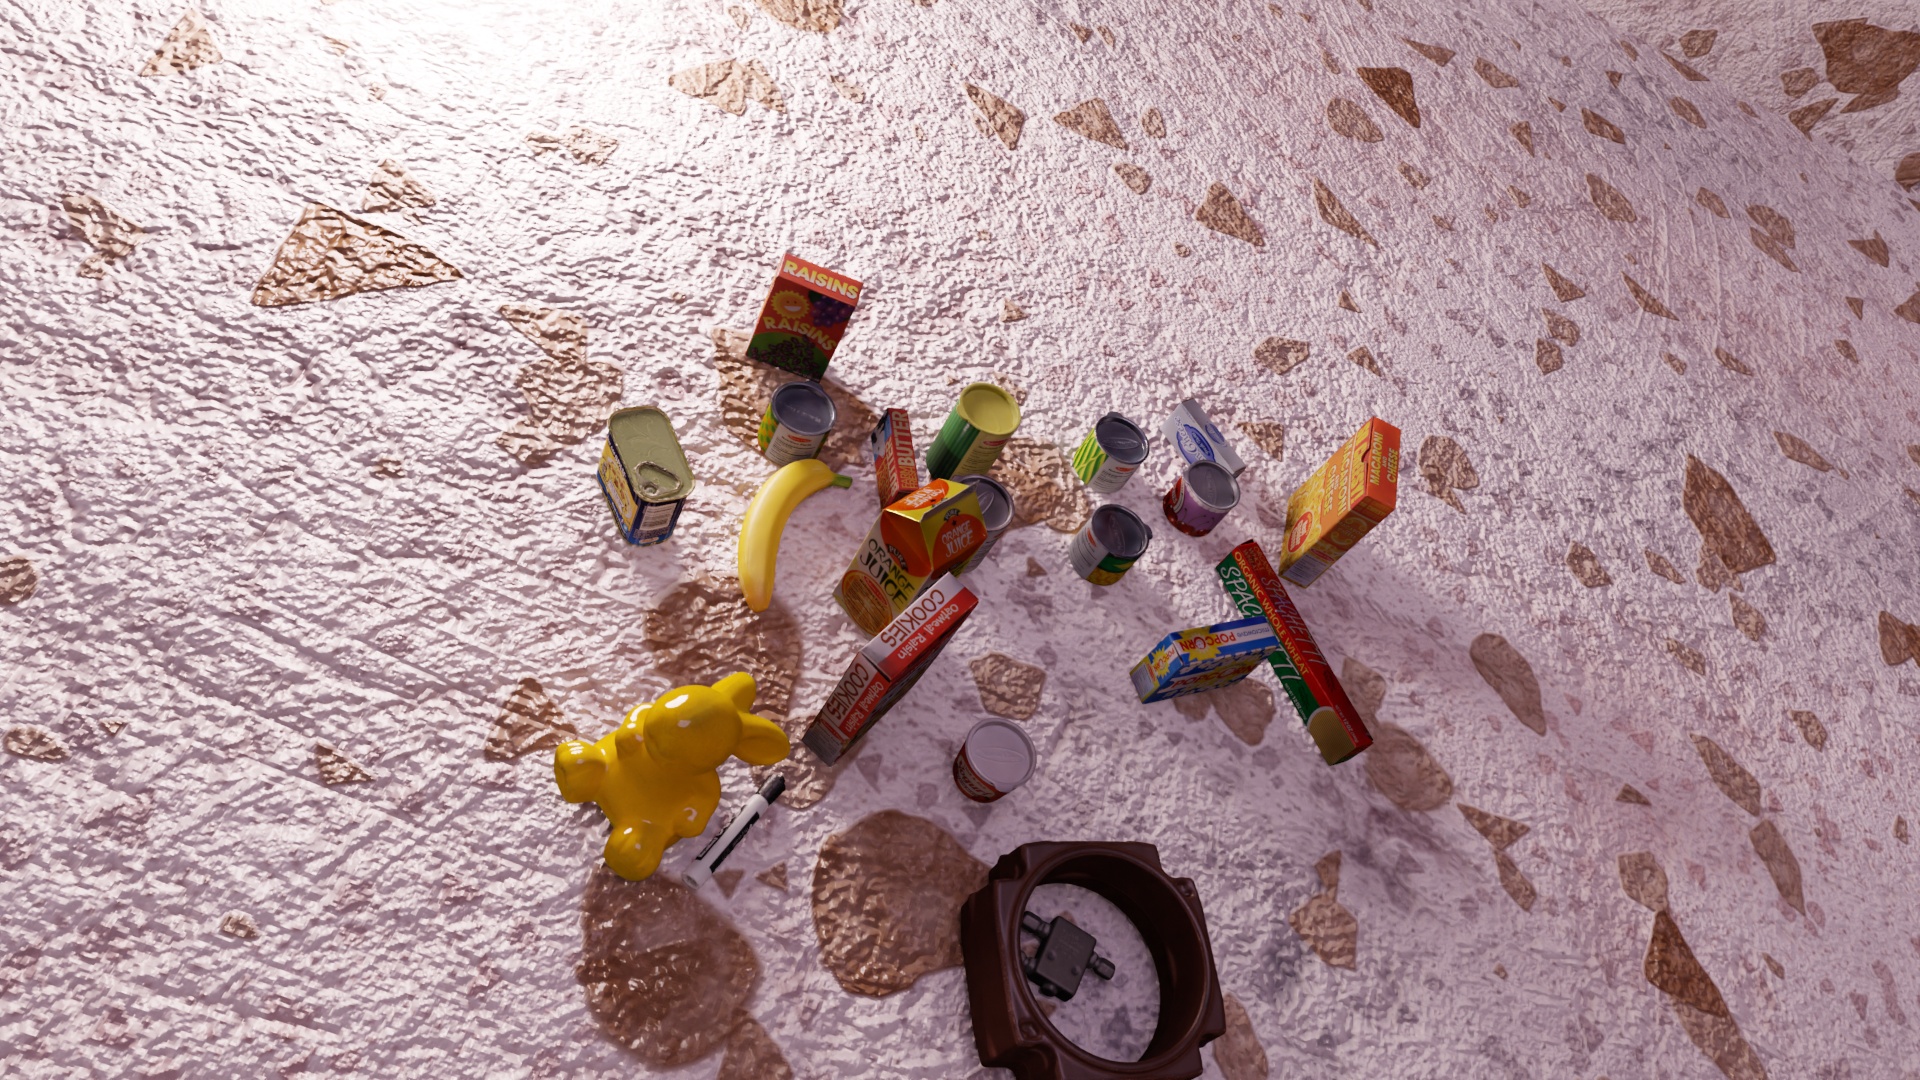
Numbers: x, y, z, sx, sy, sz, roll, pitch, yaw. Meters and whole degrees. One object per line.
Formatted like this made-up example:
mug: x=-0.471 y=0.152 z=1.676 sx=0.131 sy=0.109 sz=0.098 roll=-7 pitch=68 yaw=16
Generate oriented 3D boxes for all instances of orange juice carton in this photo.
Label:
orange juice carton: x=-0.041 y=0.013 z=1.251 sx=0.072 sy=0.191 sz=0.073 roll=-30 pitch=74 yaw=-38

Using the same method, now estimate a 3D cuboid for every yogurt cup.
yogurt cup: x=0.027 y=0.200 z=1.243 sx=0.072 sy=0.053 sz=0.073 roll=13 pitch=53 yaw=-18

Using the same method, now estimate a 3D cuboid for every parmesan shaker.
parmesan shaker: x=0.009 y=-0.104 z=1.416 sx=0.071 sy=0.102 sz=0.071 roll=13 pitch=53 yaw=-18

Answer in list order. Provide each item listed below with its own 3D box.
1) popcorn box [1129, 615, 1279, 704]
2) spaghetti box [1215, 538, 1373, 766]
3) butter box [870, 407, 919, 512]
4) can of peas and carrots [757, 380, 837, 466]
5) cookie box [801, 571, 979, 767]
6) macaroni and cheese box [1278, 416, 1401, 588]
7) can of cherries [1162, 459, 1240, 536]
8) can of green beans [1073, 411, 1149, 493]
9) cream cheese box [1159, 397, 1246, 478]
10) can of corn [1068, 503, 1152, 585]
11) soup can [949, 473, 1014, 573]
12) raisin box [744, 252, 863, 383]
popcorn box: x=0.243 y=0.119 z=1.384 sx=0.127 sy=0.084 sz=0.038 roll=-8 pitch=61 yaw=-30
spaghetti box: x=0.347 y=0.115 z=1.460 sx=0.029 sy=0.050 sz=0.251 roll=-11 pitch=63 yaw=-32
butter box: x=-0.066 y=-0.077 z=1.393 sx=0.024 sy=0.052 sz=0.104 roll=5 pitch=56 yaw=-23
can of peas and carrots: x=-0.161 y=-0.115 z=1.370 sx=0.071 sy=0.058 sz=0.071 roll=13 pitch=53 yaw=-18
cookie box: x=-0.061 y=0.112 z=1.188 sx=0.040 sy=0.166 sz=0.123 roll=43 pitch=50 yaw=7
macaroni and cheese box: x=0.415 y=-0.041 z=1.526 sx=0.040 sy=0.165 sz=0.124 roll=25 pitch=50 yaw=-8
can of cherries: x=0.262 y=-0.047 z=1.527 sx=0.071 sy=0.058 sz=0.072 roll=13 pitch=53 yaw=-18
can of green beans: x=0.164 y=-0.094 z=1.513 sx=0.071 sy=0.057 sz=0.071 roll=13 pitch=53 yaw=-18
cream cheese box: x=0.275 y=-0.105 z=1.578 sx=0.024 sy=0.053 sz=0.104 roll=-22 pitch=69 yaw=-35
can of corn: x=0.155 y=0.005 z=1.439 sx=0.071 sy=0.058 sz=0.071 roll=13 pitch=53 yaw=-18
soup can: x=0.005 y=-0.017 z=1.365 sx=0.071 sy=0.083 sz=0.072 roll=13 pitch=53 yaw=-18
raisin box: x=-0.159 y=-0.224 z=1.406 sx=0.086 sy=0.122 sz=0.040 roll=20 pitch=51 yaw=-12
